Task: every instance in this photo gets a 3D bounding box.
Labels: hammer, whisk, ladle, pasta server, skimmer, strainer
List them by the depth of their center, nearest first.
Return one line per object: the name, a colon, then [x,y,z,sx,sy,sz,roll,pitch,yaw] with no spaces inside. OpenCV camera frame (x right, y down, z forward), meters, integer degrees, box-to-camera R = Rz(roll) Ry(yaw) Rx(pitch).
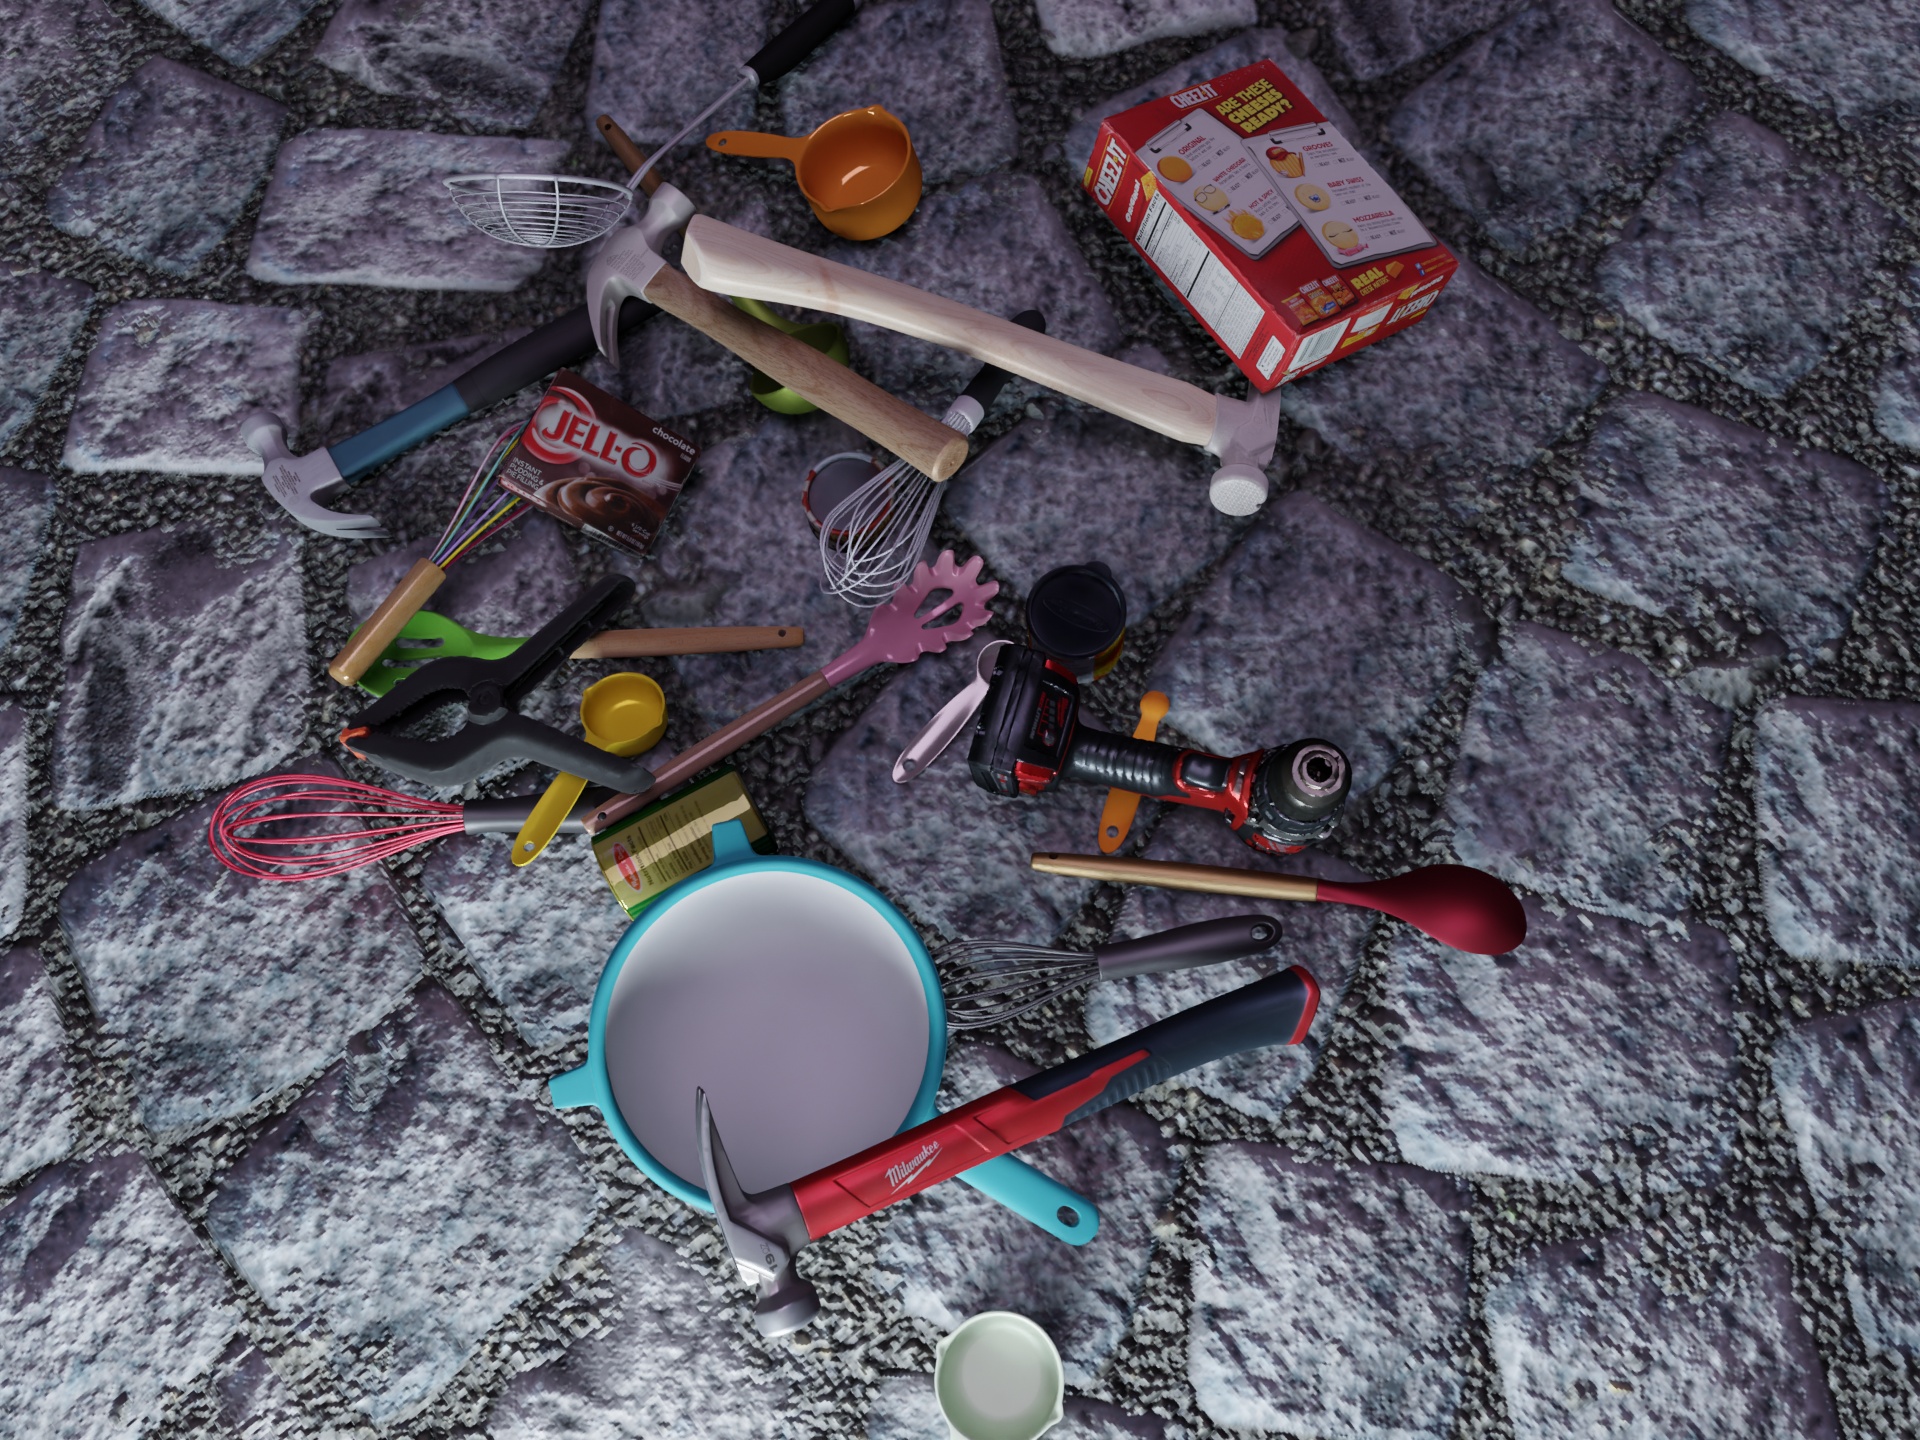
hammer: [0.038,0.215,0.943,0.386,0.038,0.143,-20,89,-16]
strainer: [-0.067,0.224,0.984,0.340,0.095,0.211,33,78,-9]
whisk: [0.087,0.151,1.008,0.239,0.055,0.055,-10,73,-3]
ladle: [0.201,0.105,1.018,0.315,0.031,0.069,5,43,9]
whisk: [-0.347,0.066,1.057,0.296,0.073,0.073,-3,74,-4]
pasta server: [-0.113,-0.015,1.060,0.316,0.040,0.060,-32,86,-11]
hammer: [0.020,-0.261,1.060,0.410,0.038,0.146,17,58,-9]
hammer: [-0.130,-0.250,1.081,0.331,0.031,0.130,35,84,24]
whisk: [-0.013,-0.187,1.087,0.070,0.070,0.285,27,62,11]
whisk: [-0.349,-0.122,1.101,0.047,0.051,0.245,33,70,4]
hammer: [-0.351,-0.243,1.158,0.331,0.033,0.128,-31,73,-5]
skimmer: [-0.212,-0.461,1.160,0.363,0.090,0.127,-48,34,-20]
ladle: [-0.186,-0.345,1.165,0.078,0.062,0.320,-38,72,1]

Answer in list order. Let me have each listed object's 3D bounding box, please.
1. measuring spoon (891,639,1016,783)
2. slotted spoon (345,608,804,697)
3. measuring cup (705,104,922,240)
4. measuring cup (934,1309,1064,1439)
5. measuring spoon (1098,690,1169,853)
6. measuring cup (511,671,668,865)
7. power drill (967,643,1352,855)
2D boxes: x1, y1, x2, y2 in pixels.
measuring spoon: [-0.002,-0.003,1.076,0.034,0.018,0.124,42,88,14]
slotted spoon: [-0.264,-0.050,1.099,0.314,0.031,0.070,-3,69,1]
measuring cup: [-0.108,-0.407,1.184,0.174,0.052,0.095,16,74,23]
measuring cup: [0.003,0.429,0.936,0.083,0.038,0.167,27,79,11]
measuring spoon: [0.114,0.033,1.055,0.021,0.011,0.117,18,76,9]
measuring cup: [-0.248,0.036,1.054,0.062,0.029,0.157,22,62,15]
power drill: [0.123,0.023,0.962,0.227,0.187,0.080,15,81,6]
